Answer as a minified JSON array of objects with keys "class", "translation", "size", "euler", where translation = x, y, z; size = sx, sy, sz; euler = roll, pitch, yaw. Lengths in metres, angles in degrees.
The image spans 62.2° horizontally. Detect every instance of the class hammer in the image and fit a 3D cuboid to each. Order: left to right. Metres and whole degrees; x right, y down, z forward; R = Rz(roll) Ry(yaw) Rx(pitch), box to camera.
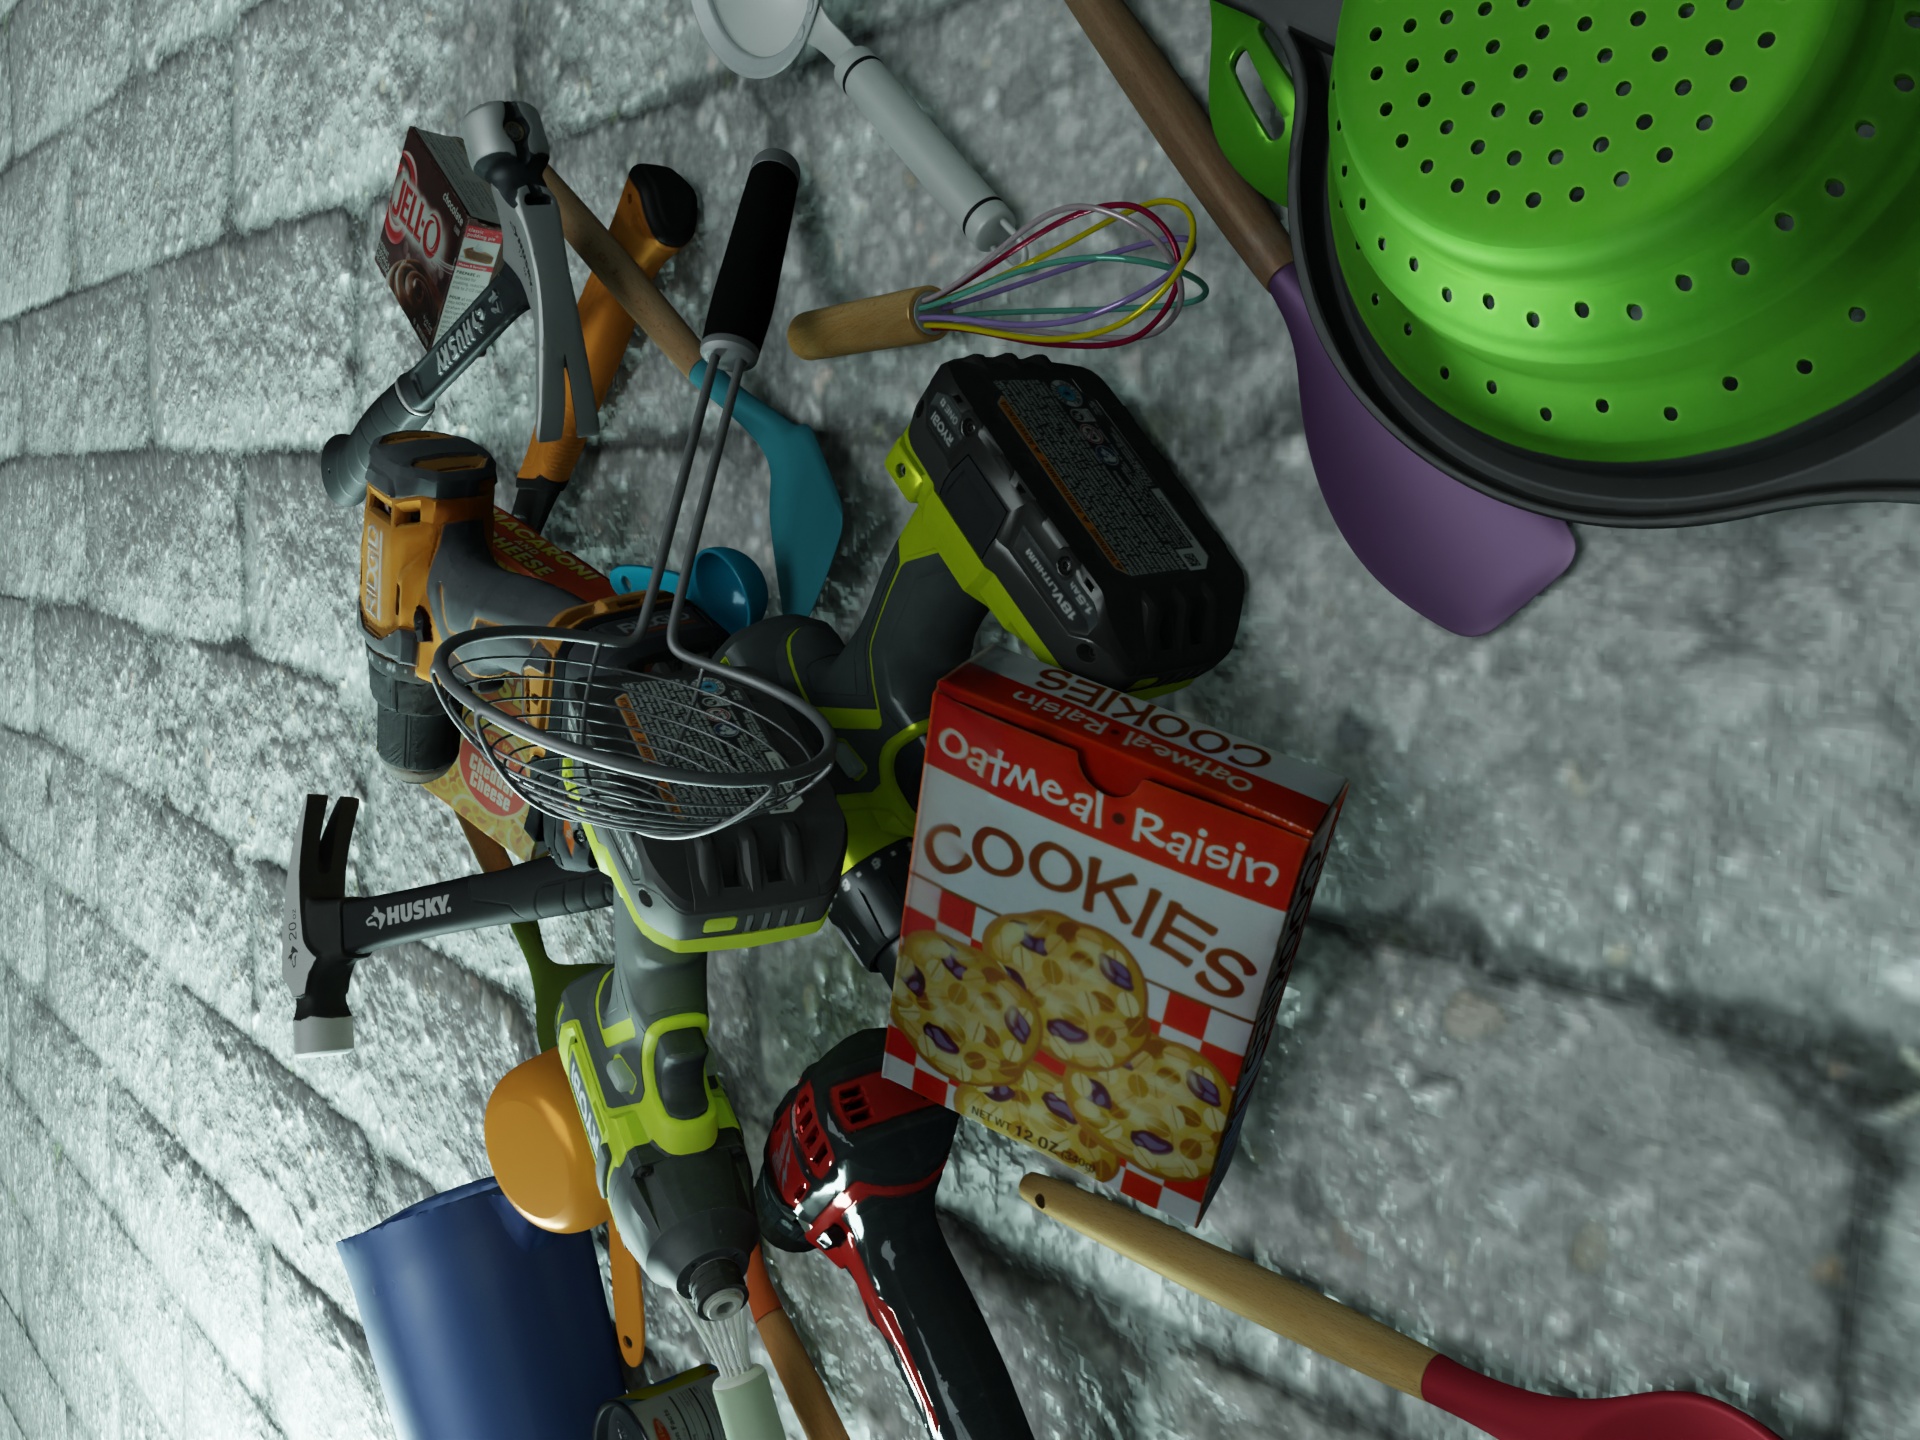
[{"class":"hammer","translation":[-0.293,-0.180,0.876],"size":[0.409,0.036,0.149],"euler":[-13,91,56]},{"class":"hammer","translation":[-0.240,0.087,0.832],"size":[0.335,0.035,0.146],"euler":[-14,76,31]},{"class":"hammer","translation":[-0.221,-0.152,0.860],"size":[0.127,0.034,0.336],"euler":[56,131,27]}]

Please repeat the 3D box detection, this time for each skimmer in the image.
[{"class":"skimmer","translation":[-0.089,-0.112,0.578],"size":[0.090,0.127,0.364],"euler":[118,163,-54]}]

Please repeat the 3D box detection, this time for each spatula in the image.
[{"class":"spatula","translation":[-0.142,-0.178,0.733],"size":[0.318,0.044,0.082],"euler":[50,141,17]},{"class":"spatula","translation":[-0.086,0.304,0.743],"size":[0.323,0.041,0.081],"euler":[56,130,28]},{"class":"spatula","translation":[0.092,-0.161,0.517],"size":[0.059,0.018,0.316],"euler":[-45,62,38]}]

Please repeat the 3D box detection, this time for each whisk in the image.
[{"class":"whisk","translation":[-0.103,0.288,0.717],"size":[0.059,0.058,0.246],"euler":[140,113,-76]},{"class":"whisk","translation":[0.004,-0.158,0.598],"size":[0.245,0.051,0.047],"euler":[10,101,54]}]

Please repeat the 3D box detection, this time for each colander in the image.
[{"class":"colander","translation":[0.101,-0.195,0.407],"size":[0.397,0.094,0.204],"euler":[40,113,31]}]

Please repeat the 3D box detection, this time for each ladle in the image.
[{"class":"ladle","translation":[-0.248,0.098,0.916],"size":[0.320,0.062,0.078],"euler":[47,127,43]},{"class":"ladle","translation":[0.127,0.199,0.504],"size":[0.315,0.031,0.069],"euler":[9,98,50]}]

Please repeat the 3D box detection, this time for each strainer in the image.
[{"class":"strainer","translation":[-0.044,-0.267,0.646],"size":[0.259,0.050,0.086],"euler":[55,136,23]}]

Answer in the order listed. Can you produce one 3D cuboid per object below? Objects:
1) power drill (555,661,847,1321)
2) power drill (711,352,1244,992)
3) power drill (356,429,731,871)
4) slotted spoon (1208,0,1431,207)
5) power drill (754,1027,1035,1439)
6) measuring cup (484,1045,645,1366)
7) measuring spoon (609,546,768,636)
[{"class":"power drill","translation":[-0.108,0.105,0.618],"size":[0.171,0.080,0.223],"euler":[53,140,47]},{"class":"power drill","translation":[-0.001,-0.002,0.594],"size":[0.191,0.080,0.228],"euler":[58,134,21]},{"class":"power drill","translation":[-0.213,-0.015,0.758],"size":[0.226,0.084,0.185],"euler":[33,123,32]},{"class":"slotted spoon","translation":[0.062,-0.292,0.533],"size":[0.070,0.031,0.314],"euler":[-40,62,29]},{"class":"power drill","translation":[-0.022,0.250,0.629],"size":[0.227,0.080,0.187],"euler":[66,152,22]},{"class":"measuring cup","translation":[-0.186,0.244,0.774],"size":[0.095,0.052,0.173],"euler":[0,99,37]},{"class":"measuring spoon","translation":[-0.125,-0.064,0.734],"size":[0.129,0.021,0.042],"euler":[11,121,50]}]
